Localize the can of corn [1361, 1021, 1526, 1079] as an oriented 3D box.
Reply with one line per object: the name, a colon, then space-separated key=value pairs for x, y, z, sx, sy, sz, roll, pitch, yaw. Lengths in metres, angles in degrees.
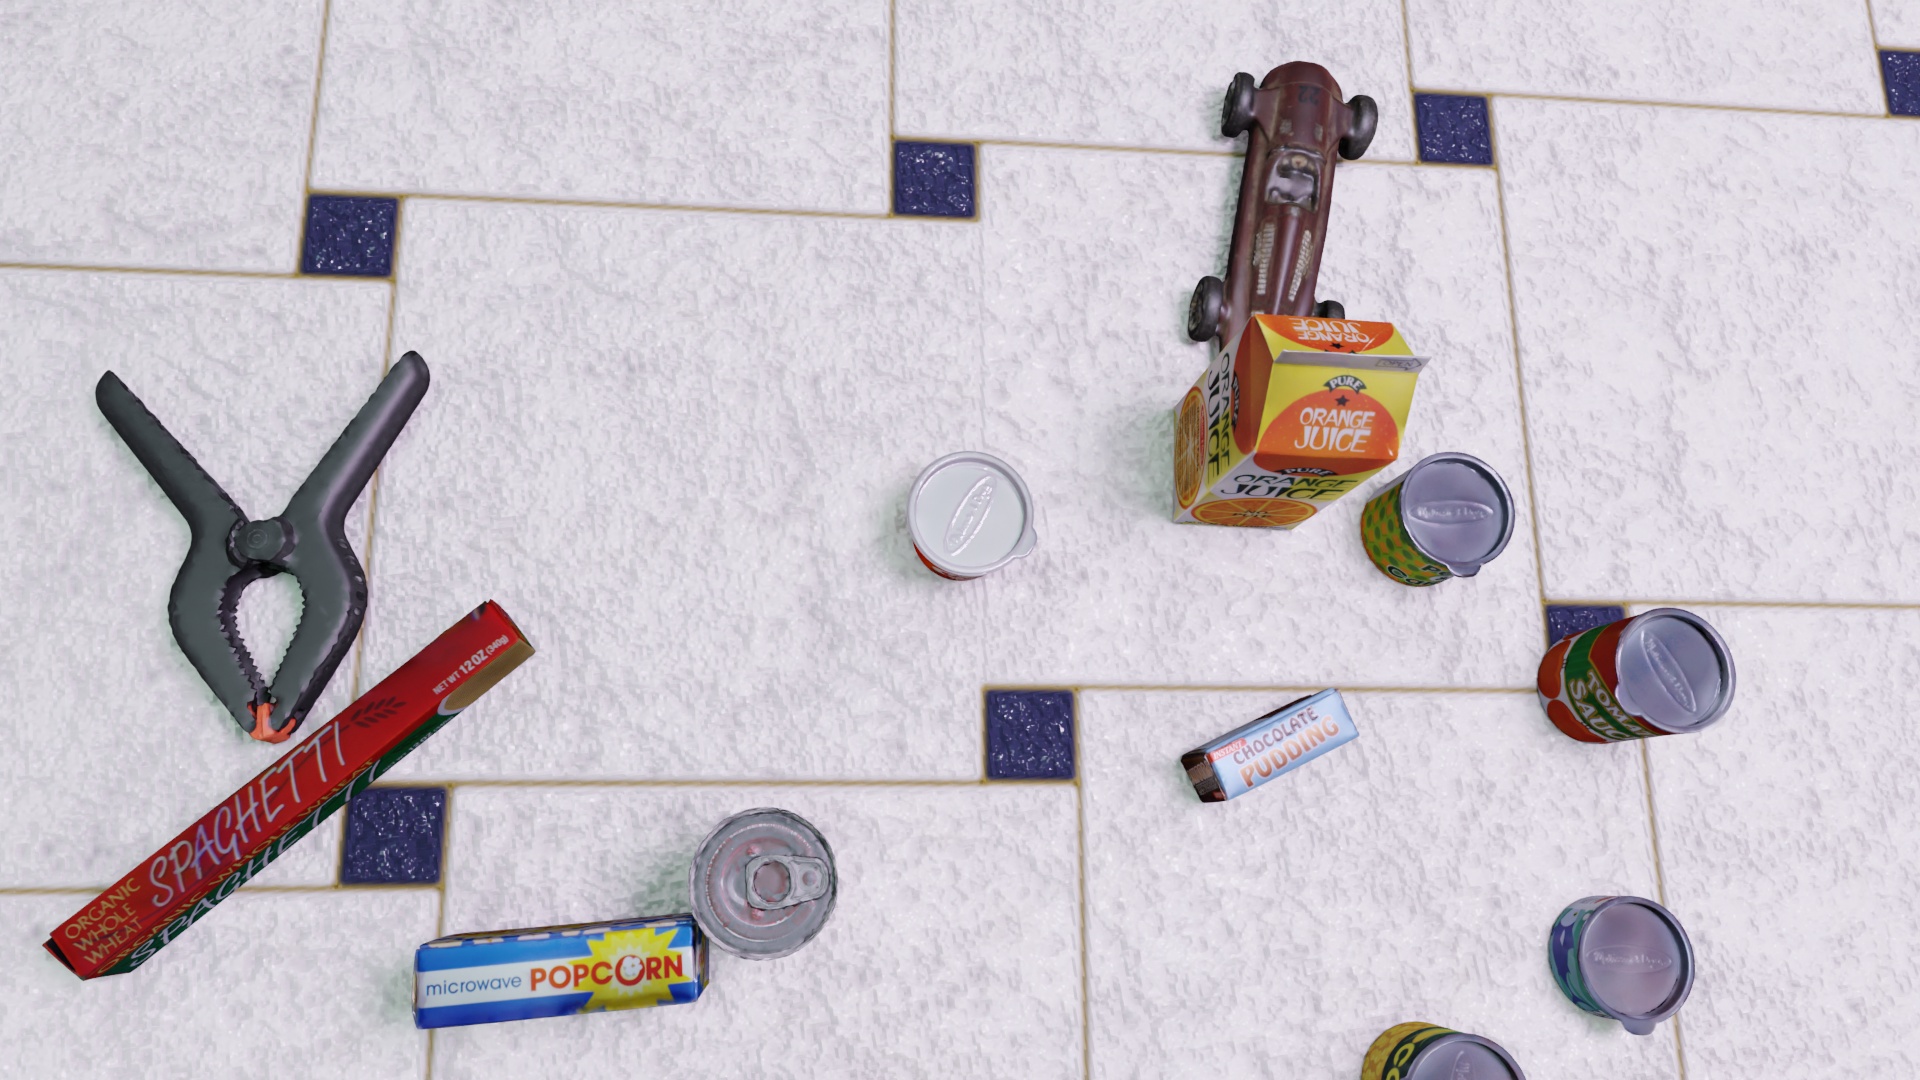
can of corn: x=0.244 y=0.283 z=0.710 sx=0.071 sy=0.058 sz=0.071 roll=2 pitch=77 yaw=-6

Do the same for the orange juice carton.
orange juice carton: x=0.168 y=-0.062 z=0.715 sx=0.072 sy=0.192 sz=0.073 roll=3 pitch=77 yaw=-6

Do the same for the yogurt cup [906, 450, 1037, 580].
yogurt cup: x=0.003 y=-0.009 z=0.754 sx=0.072 sy=0.054 sz=0.072 roll=2 pitch=77 yaw=-6

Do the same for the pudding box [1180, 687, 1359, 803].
pudding box: x=0.166 y=0.110 z=0.747 sx=0.084 sy=0.049 sz=0.030 roll=-24 pitch=81 yaw=-11

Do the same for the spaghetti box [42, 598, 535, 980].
spaghetti box: x=-0.323 y=0.121 z=0.686 sx=0.251 sy=0.050 sz=0.029 roll=-40 pitch=84 yaw=-14

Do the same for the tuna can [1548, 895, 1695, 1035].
tuna can: x=0.356 y=0.228 z=0.750 sx=0.071 sy=0.032 sz=0.071 roll=2 pitch=77 yaw=-6

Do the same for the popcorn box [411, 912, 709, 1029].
popcorn box: x=-0.186 y=0.204 z=0.665 sx=0.127 sy=0.085 sz=0.038 roll=-3 pitch=78 yaw=-7

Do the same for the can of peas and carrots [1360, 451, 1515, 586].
can of peas and carrots: x=0.268 y=-0.008 z=0.783 sx=0.071 sy=0.058 sz=0.071 roll=2 pitch=77 yaw=-6

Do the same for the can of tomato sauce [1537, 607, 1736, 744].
can of tomato sauce: x=0.366 y=0.078 z=0.761 sx=0.071 sy=0.083 sz=0.071 roll=1 pitch=77 yaw=-6
